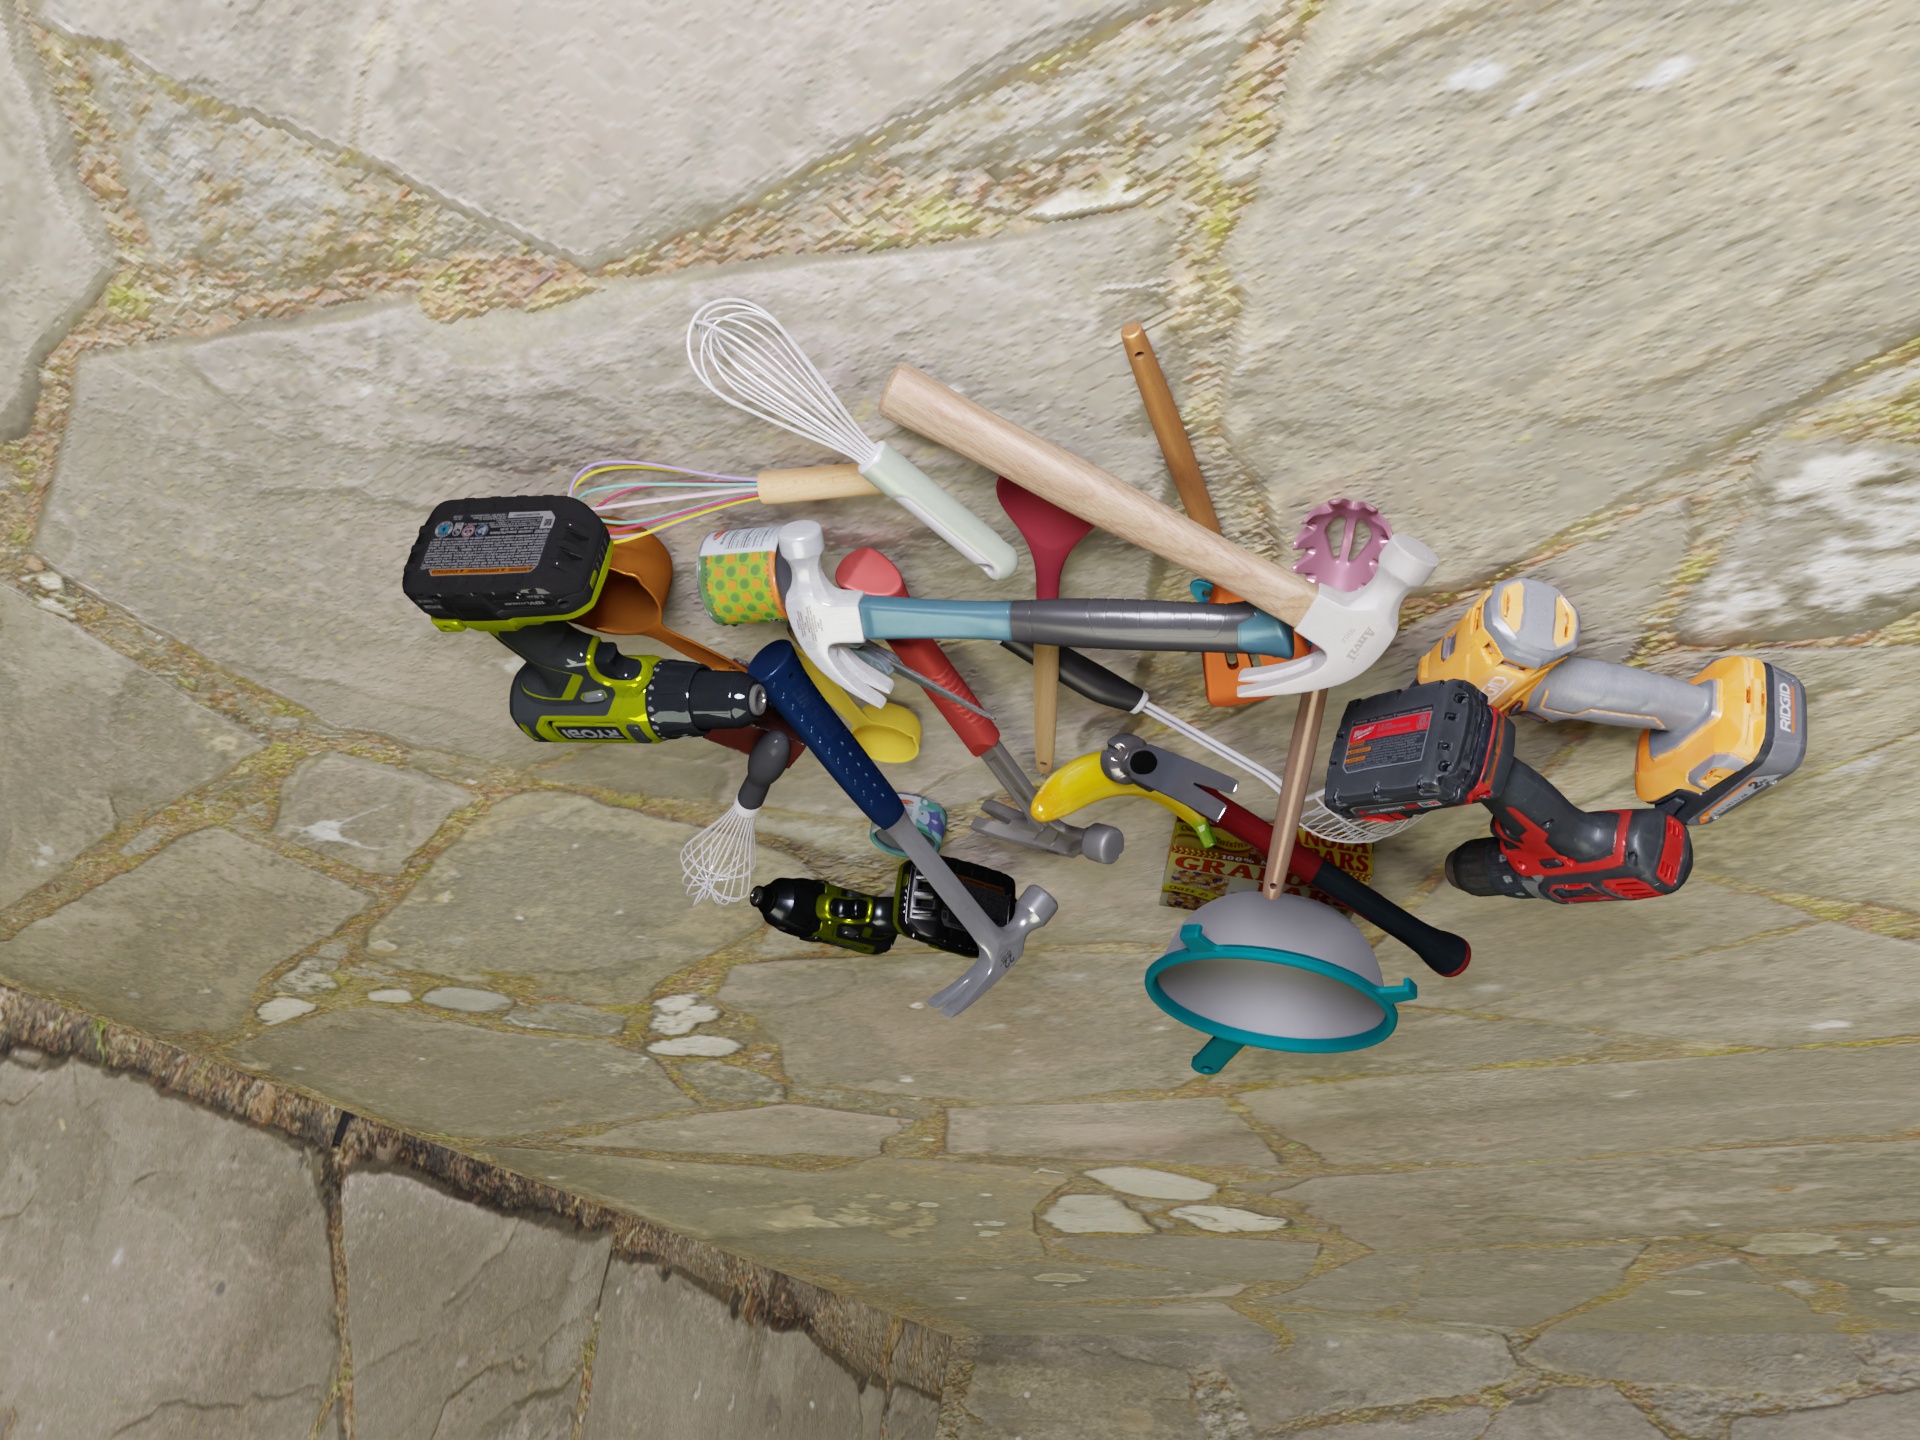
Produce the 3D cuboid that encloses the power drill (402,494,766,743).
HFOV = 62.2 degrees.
[{"bbox_3d":[-0.254,-0.055,1.096,0.190,0.080,0.228,0,150,18],"label":"power drill"}]

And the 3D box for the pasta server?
[{"bbox_3d":[0.229,-0.005,1.045,0.060,0.040,0.316,13,123,14],"label":"pasta server"}]

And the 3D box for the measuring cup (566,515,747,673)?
[{"bbox_3d":[-0.219,-0.088,1.156,0.173,0.052,0.095,31,144,-33],"label":"measuring cup"}]

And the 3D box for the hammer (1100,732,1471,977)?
[{"bbox_3d":[0.282,0.119,1.231,0.386,0.038,0.143,31,177,-30],"label":"hammer"}]

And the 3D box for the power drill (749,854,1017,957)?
[{"bbox_3d":[-0.074,0.177,1.486,0.223,0.080,0.171,-9,158,41],"label":"power drill"}]

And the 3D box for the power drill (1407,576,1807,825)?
[{"bbox_3d":[0.415,-0.002,1.070,0.226,0.084,0.185,18,151,-4],"label":"power drill"}]

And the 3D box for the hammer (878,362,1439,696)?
[{"bbox_3d":[0.103,-0.119,0.941,0.331,0.031,0.130,27,123,0],"label":"hammer"}]

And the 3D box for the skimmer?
[{"bbox_3d":[0.192,-0.008,1.178,0.363,0.090,0.127,28,152,-9],"label":"skimmer"}]

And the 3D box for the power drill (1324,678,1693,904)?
[{"bbox_3d":[0.354,0.064,1.084,0.226,0.080,0.188,28,159,-23],"label":"power drill"}]

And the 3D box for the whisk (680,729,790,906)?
[{"bbox_3d":[-0.183,0.083,1.326,0.070,0.070,0.284,18,145,-11],"label":"whisk"}]

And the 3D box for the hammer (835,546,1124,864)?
[{"bbox_3d":[-0.002,-0.004,1.220,0.149,0.037,0.358,12,152,39],"label":"hammer"}]

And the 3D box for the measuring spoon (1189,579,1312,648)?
[{"bbox_3d":[0.209,-0.065,1.094,0.128,0.021,0.042,33,132,-17],"label":"measuring spoon"}]

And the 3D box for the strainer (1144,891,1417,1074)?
[{"bbox_3d":[0.262,0.232,1.415,0.211,0.095,0.340,14,153,1],"label":"strainer"}]

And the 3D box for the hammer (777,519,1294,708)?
[{"bbox_3d":[0.047,-0.065,1.027,0.331,0.033,0.128,3,124,15],"label":"hammer"}]

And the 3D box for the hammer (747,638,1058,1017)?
[{"bbox_3d":[-0.053,0.089,1.286,0.035,0.144,0.405,22,155,47],"label":"hammer"}]

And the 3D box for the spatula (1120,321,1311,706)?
[{"bbox_3d":[0.153,-0.120,0.991,0.081,0.041,0.322,-16,141,15],"label":"spatula"}]

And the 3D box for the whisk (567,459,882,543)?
[{"bbox_3d":[-0.149,-0.147,1.045,0.245,0.047,0.051,-3,146,16],"label":"whisk"}]

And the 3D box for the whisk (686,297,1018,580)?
[{"bbox_3d":[-0.059,-0.161,0.946,0.246,0.059,0.058,37,164,-20],"label":"whisk"}]

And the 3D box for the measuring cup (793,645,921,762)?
[{"bbox_3d":[-0.086,-0.020,1.253,0.062,0.029,0.156,-13,137,33],"label":"measuring cup"}]

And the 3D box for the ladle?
[{"bbox_3d":[0.060,-0.065,1.083,0.069,0.031,0.315,10,140,11],"label":"ladle"}]
